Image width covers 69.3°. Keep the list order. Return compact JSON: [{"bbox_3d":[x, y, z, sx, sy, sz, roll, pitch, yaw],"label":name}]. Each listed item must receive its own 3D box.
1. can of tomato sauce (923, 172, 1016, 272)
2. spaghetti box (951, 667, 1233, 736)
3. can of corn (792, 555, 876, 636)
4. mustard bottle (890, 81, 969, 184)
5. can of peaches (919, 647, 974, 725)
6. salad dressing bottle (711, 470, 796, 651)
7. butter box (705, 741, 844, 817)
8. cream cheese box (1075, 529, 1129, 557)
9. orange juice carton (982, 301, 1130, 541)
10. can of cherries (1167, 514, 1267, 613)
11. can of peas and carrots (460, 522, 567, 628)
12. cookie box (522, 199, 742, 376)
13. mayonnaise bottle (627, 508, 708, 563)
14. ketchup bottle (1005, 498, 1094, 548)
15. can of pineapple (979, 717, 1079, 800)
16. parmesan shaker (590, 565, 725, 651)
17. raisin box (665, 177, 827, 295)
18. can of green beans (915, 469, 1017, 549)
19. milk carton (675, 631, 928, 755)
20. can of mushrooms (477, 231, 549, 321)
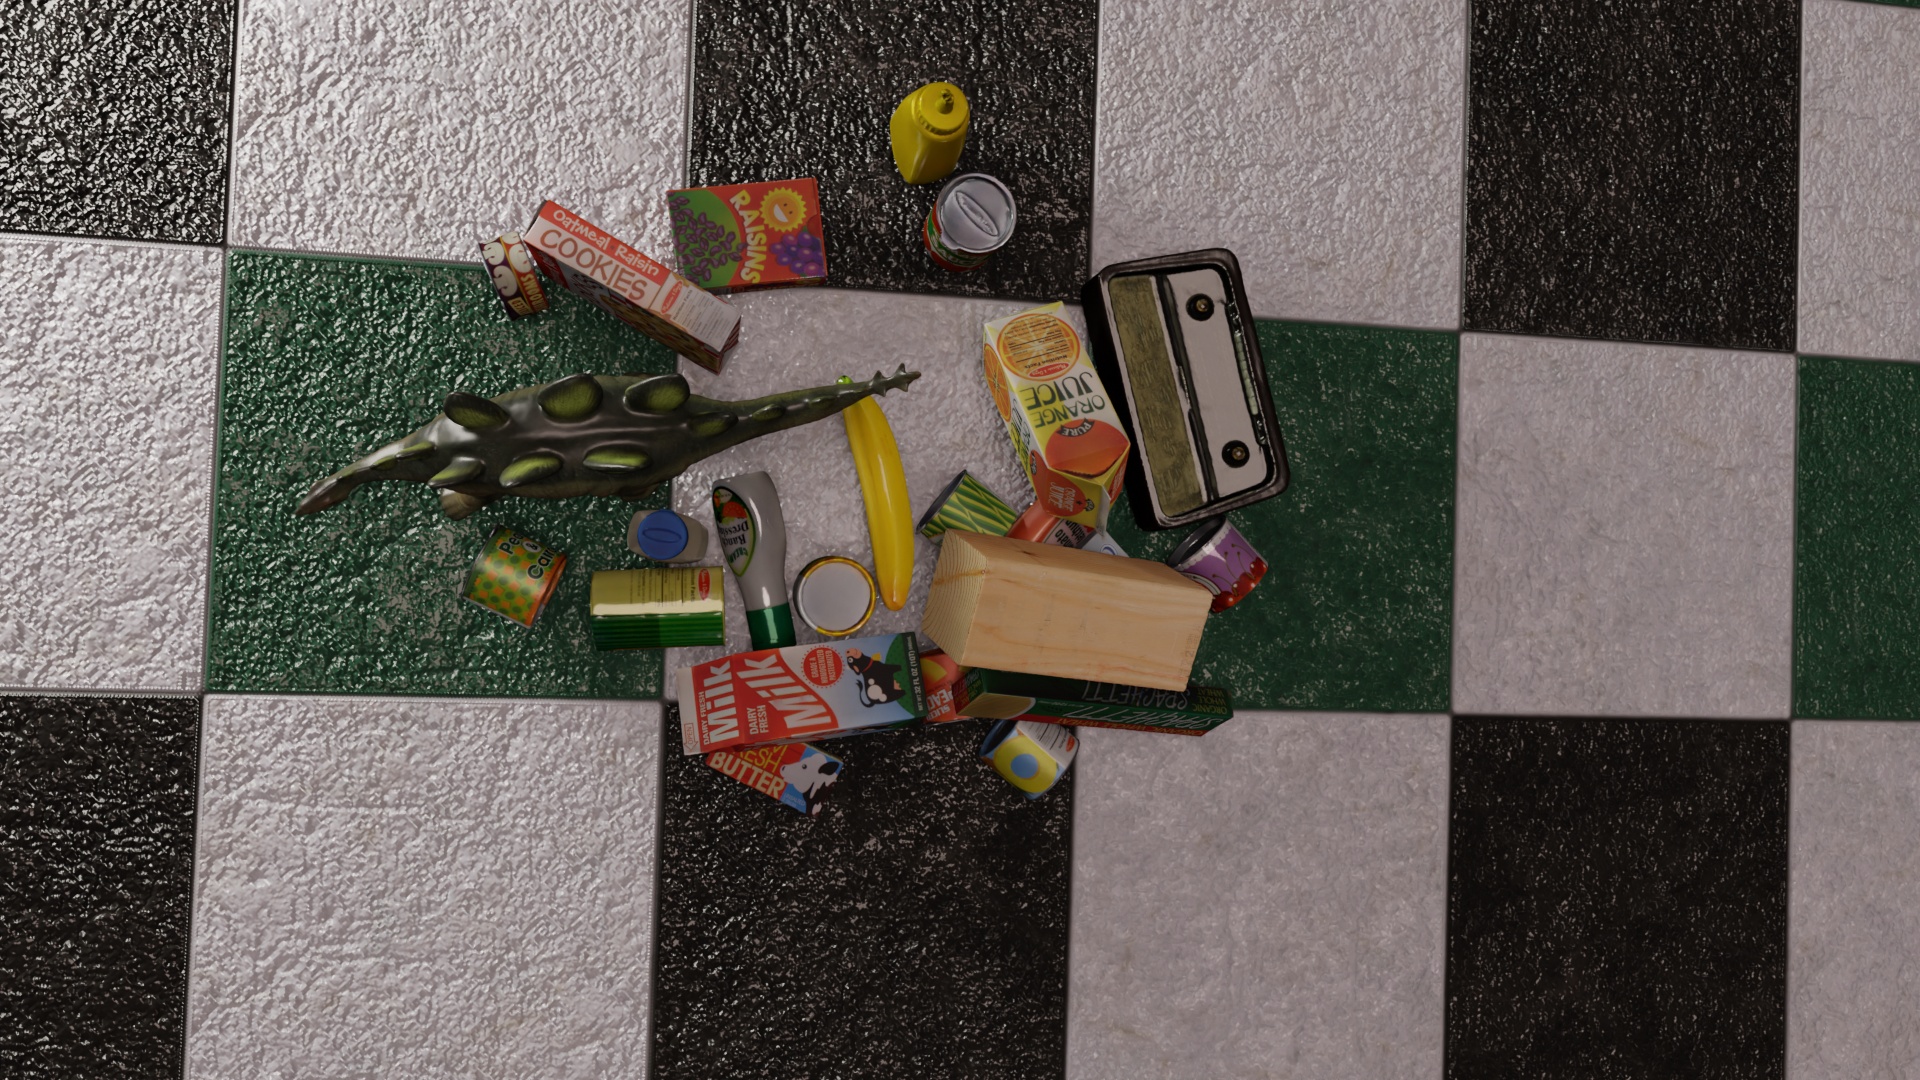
[{"bbox_3d":[0.005,-0.263,1.165,0.071,0.083,0.071,0,89,-10],"label":"can of tomato sauce"},{"bbox_3d":[0.115,0.133,1.153,0.250,0.050,0.029,9,59,-27],"label":"spaghetti box"},{"bbox_3d":[-0.102,0.045,1.150,0.071,0.058,0.071,0,89,-10],"label":"can of corn"},{"bbox_3d":[-0.022,-0.335,1.123,0.049,0.160,0.065,-18,94,-11],"label":"mustard bottle"},{"bbox_3d":[-0.006,0.119,1.160,0.071,0.071,0.058,-11,90,-10],"label":"can of peaches"},{"bbox_3d":[-0.166,0.019,1.139,0.044,0.064,0.147,-15,95,-45],"label":"salad dressing bottle"},{"bbox_3d":[-0.154,0.184,1.155,0.103,0.024,0.053,27,84,-9],"label":"butter box"},{"bbox_3d":[0.102,0.042,1.204,0.104,0.024,0.053,-45,97,-8],"label":"cream cheese box"},{"bbox_3d":[0.084,-0.095,1.140,0.073,0.071,0.193,-17,63,-10],"label":"orange juice carton"},{"bbox_3d":[0.221,0.022,1.204,0.071,0.071,0.058,-44,97,-8],"label":"can of cherries"},{"bbox_3d":[-0.352,0.027,1.102,0.059,0.071,0.071,27,85,-9],"label":"can of peas and carrots"},{"bbox_3d":[-0.255,-0.197,1.097,0.167,0.123,0.040,30,83,-8],"label":"cookie box"},{"bbox_3d":[-0.230,-0.003,1.083,0.065,0.148,0.041,10,88,-9],"label":"mayonnaise bottle"},{"bbox_3d":[0.057,0.009,1.180,0.149,0.064,0.043,-44,55,-5],"label":"ketchup bottle"},{"bbox_3d":[0.057,0.177,1.172,0.058,0.071,0.071,41,83,-6],"label":"can of pineapple"},{"bbox_3d":[-0.243,0.053,1.124,0.103,0.071,0.071,-2,89,-9],"label":"parmesan shaker"},{"bbox_3d":[-0.177,-0.251,1.155,0.123,0.040,0.086,-8,89,-11],"label":"raisin box"},{"bbox_3d":[0.006,-0.016,1.167,0.058,0.071,0.071,39,83,-7],"label":"can of green beans"},{"bbox_3d":[-0.130,0.125,1.119,0.191,0.073,0.072,-5,77,-17],"label":"milk carton"},{"bbox_3d":[-0.355,-0.209,1.107,0.033,0.071,0.071,-22,93,-11],"label":"can of mushrooms"}]
